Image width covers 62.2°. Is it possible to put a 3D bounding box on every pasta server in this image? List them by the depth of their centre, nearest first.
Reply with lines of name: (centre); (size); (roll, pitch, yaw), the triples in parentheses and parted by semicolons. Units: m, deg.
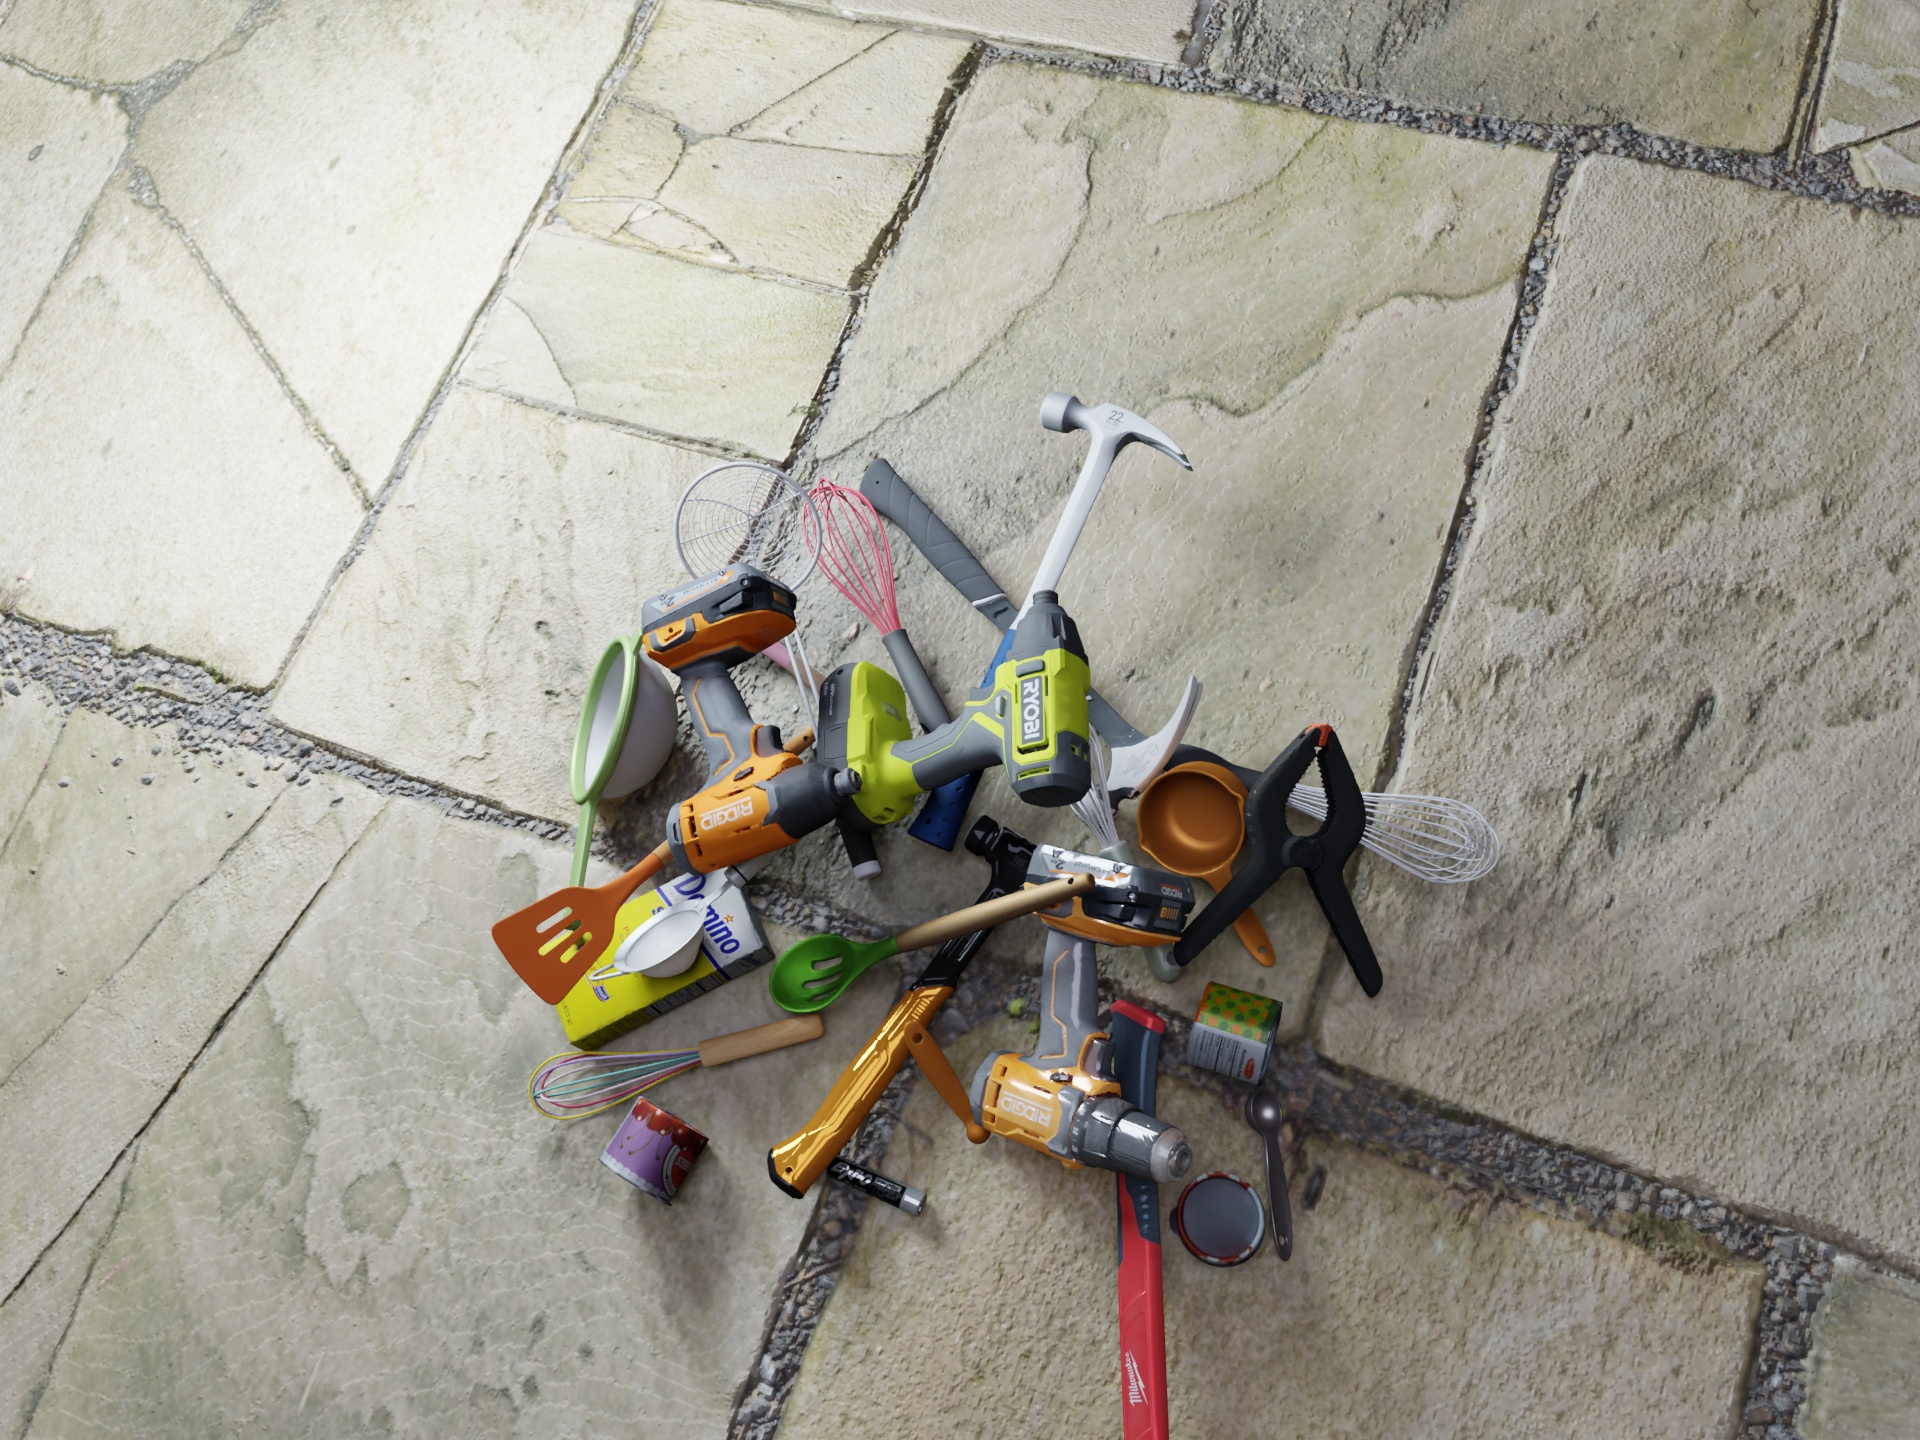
pasta server: (-0.126, -0.032, 1.405); (0.316, 0.040, 0.060); (36, 77, 17)

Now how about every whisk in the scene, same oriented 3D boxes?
whisk: (0.117, 0.094, 1.268); (0.058, 0.059, 0.246); (-19, 83, -43)
whisk: (0.288, 0.068, 1.276); (0.285, 0.070, 0.070); (17, 71, 21)
whisk: (-0.231, 0.272, 1.284); (0.245, 0.051, 0.047); (-15, 60, 0)
whisk: (-0.067, -0.091, 1.399); (0.073, 0.073, 0.296); (-25, 72, -2)

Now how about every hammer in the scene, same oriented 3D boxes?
hammer: (0.119, 0.396, 1.160); (0.143, 0.038, 0.387); (-27, 49, 39)
hammer: (-0.030, 0.235, 1.257); (0.127, 0.034, 0.337); (32, 72, 21)
hammer: (0.061, -0.081, 1.331); (0.144, 0.035, 0.405); (20, 82, 26)
hammer: (0.041, -0.096, 1.385); (0.149, 0.036, 0.409); (-45, 64, 7)

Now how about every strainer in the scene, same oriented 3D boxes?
strainer: (-0.186, 0.134, 1.285); (0.258, 0.050, 0.087); (-43, 25, -14)
strainer: (-0.287, 0.056, 1.354); (0.069, 0.151, 0.256); (14, 70, -25)

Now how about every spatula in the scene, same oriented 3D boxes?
spatula: (-0.236, 0.103, 1.318); (0.322, 0.041, 0.081); (-41, 94, -31)

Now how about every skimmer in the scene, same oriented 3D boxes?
skimmer: (-0.141, -0.041, 1.343); (0.127, 0.090, 0.363); (-21, 76, 7)

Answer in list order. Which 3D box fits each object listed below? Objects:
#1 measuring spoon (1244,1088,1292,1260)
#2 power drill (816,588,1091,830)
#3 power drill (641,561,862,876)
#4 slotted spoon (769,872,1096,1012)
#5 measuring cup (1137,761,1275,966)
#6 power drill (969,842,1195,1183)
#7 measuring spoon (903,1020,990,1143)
measuring spoon: (0.230, 0.340, 1.190); (0.018, 0.034, 0.124); (-26, 62, 47)
power drill: (-0.002, -0.004, 1.263); (0.223, 0.080, 0.171); (-14, 63, 29)
power drill: (-0.166, -0.005, 1.268); (0.164, 0.084, 0.227); (-19, 71, 21)
slotted spoon: (-0.026, 0.168, 1.228); (0.314, 0.031, 0.070); (-23, 46, 33)
measuring cup: (0.211, 0.113, 1.274); (0.095, 0.052, 0.173); (-29, 90, 26)
power drill: (0.107, 0.218, 1.173); (0.185, 0.084, 0.226); (10, 86, 44)
measuring spoon: (-0.010, 0.279, 1.224); (0.021, 0.011, 0.117); (-34, 102, -14)
